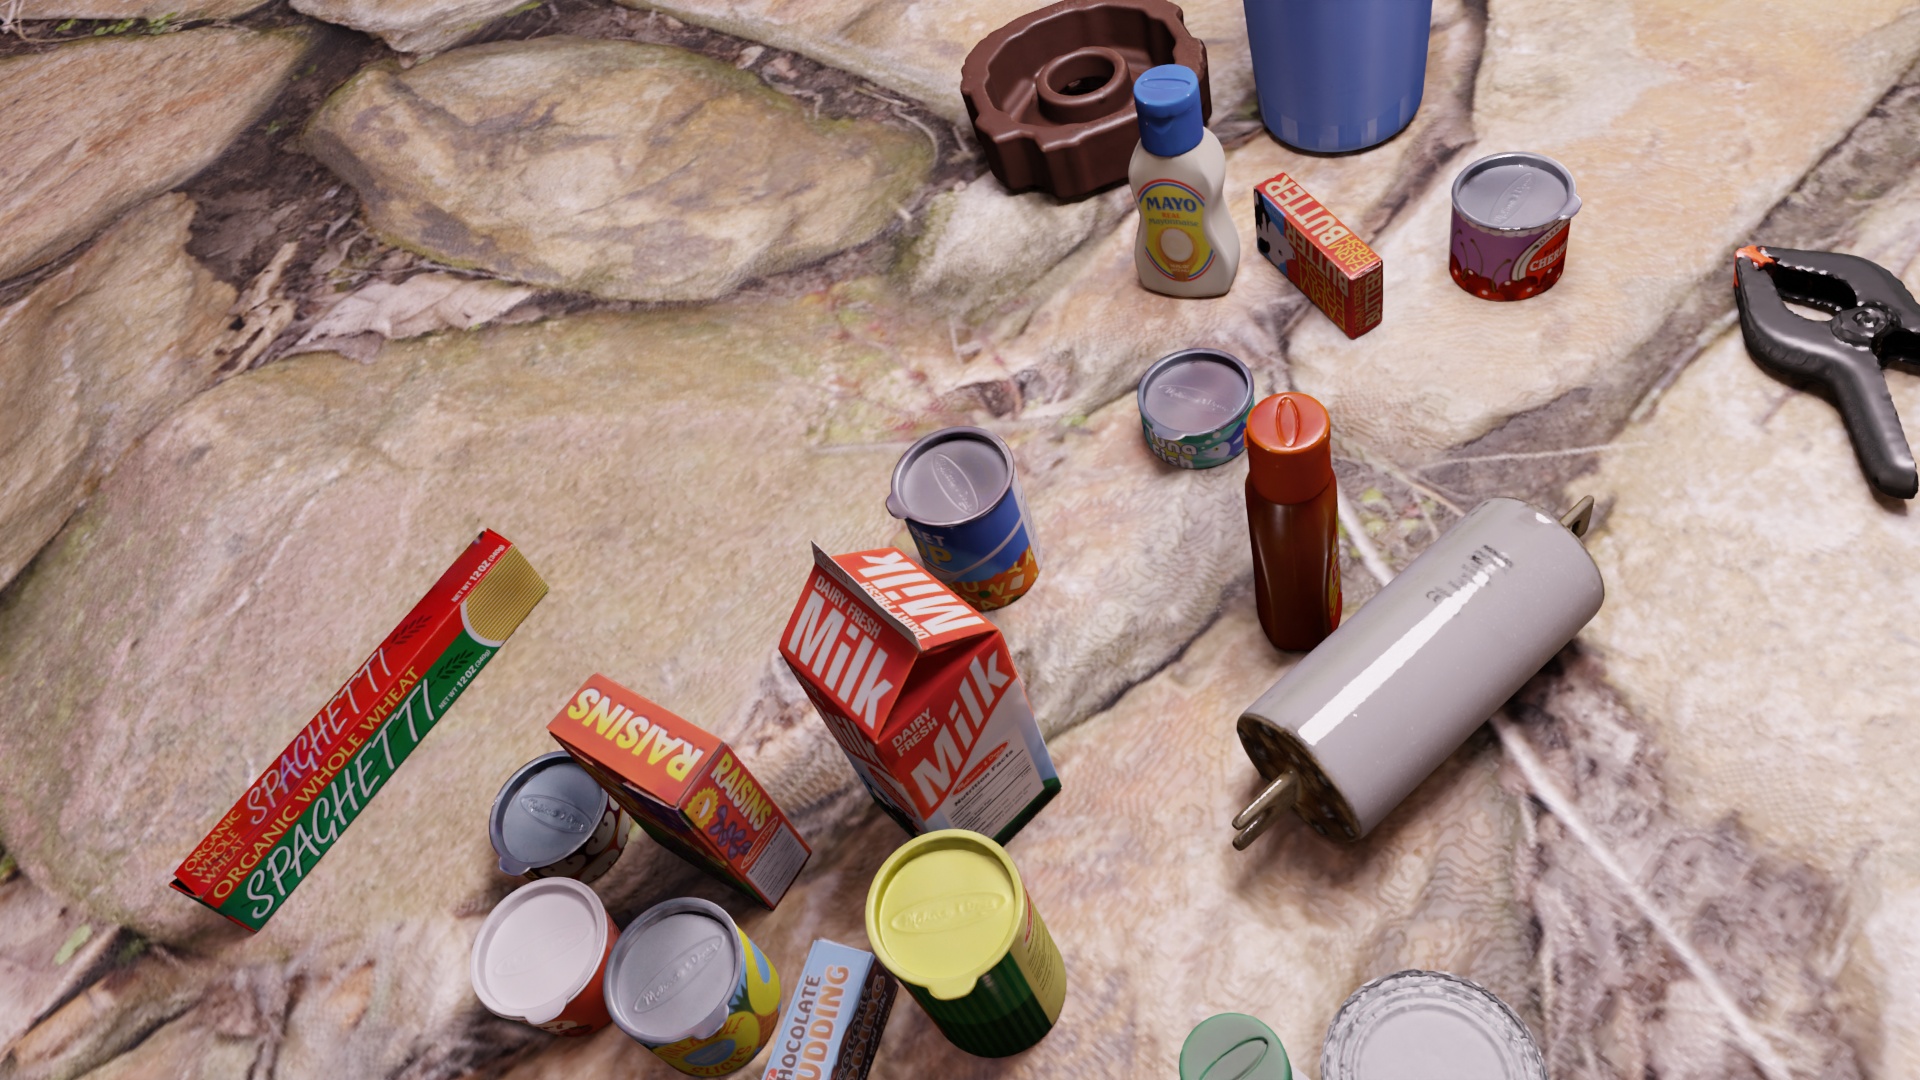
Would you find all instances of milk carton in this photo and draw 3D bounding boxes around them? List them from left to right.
[{"bbox_3d":[-0.019,0.073,0.629,0.073,0.189,0.072,-42,54,-15],"label":"milk carton"}]

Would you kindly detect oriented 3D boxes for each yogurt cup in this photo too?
[{"bbox_3d":[-0.192,0.203,0.667,0.072,0.053,0.073,-8,52,10],"label":"yogurt cup"}]

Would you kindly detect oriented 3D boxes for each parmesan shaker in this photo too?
[{"bbox_3d":[0.005,0.179,0.598,0.071,0.102,0.071,-8,52,11],"label":"parmesan shaker"}]

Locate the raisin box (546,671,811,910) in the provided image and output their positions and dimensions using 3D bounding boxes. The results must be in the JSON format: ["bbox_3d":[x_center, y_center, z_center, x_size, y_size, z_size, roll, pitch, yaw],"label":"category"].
[{"bbox_3d":[-0.133,0.122,0.667,0.086,0.123,0.040,23,63,29],"label":"raisin box"}]

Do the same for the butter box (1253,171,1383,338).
[{"bbox_3d":[0.214,-0.172,0.834,0.024,0.053,0.104,-28,51,-5],"label":"butter box"}]

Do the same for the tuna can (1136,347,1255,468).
[{"bbox_3d":[0.135,-0.074,0.796,0.071,0.032,0.071,-8,52,10],"label":"tuna can"}]

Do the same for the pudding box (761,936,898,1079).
[{"bbox_3d":[-0.060,0.225,0.616,0.030,0.049,0.084,8,57,21],"label":"pudding box"}]

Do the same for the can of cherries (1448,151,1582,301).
[{"bbox_3d":[0.321,-0.181,0.806,0.071,0.058,0.072,-8,52,10],"label":"can of cherries"}]

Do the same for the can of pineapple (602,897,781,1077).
[{"bbox_3d":[-0.122,0.209,0.641,0.071,0.057,0.071,-8,52,10],"label":"can of pineapple"}]

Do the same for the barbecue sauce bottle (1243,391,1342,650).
[{"bbox_3d":[0.160,-0.010,0.666,0.043,0.148,0.065,-3,54,14],"label":"barbecue sauce bottle"}]

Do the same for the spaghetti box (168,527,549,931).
[{"bbox_3d":[-0.332,0.103,0.786,0.029,0.050,0.251,21,62,28],"label":"spaghetti box"}]

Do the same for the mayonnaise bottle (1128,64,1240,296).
[{"bbox_3d":[0.130,-0.210,0.826,0.065,0.147,0.041,9,57,22],"label":"mayonnaise bottle"}]

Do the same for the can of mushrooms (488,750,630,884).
[{"bbox_3d":[-0.210,0.149,0.727,0.071,0.033,0.071,-8,52,10],"label":"can of mushrooms"}]

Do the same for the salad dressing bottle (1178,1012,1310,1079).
[{"bbox_3d":[0.107,0.215,0.513,0.064,0.147,0.044,-33,52,-9],"label":"salad dressing bottle"}]

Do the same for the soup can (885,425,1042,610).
[{"bbox_3d":[0.003,-0.009,0.753,0.071,0.083,0.072,-8,52,11],"label":"soup can"}]
